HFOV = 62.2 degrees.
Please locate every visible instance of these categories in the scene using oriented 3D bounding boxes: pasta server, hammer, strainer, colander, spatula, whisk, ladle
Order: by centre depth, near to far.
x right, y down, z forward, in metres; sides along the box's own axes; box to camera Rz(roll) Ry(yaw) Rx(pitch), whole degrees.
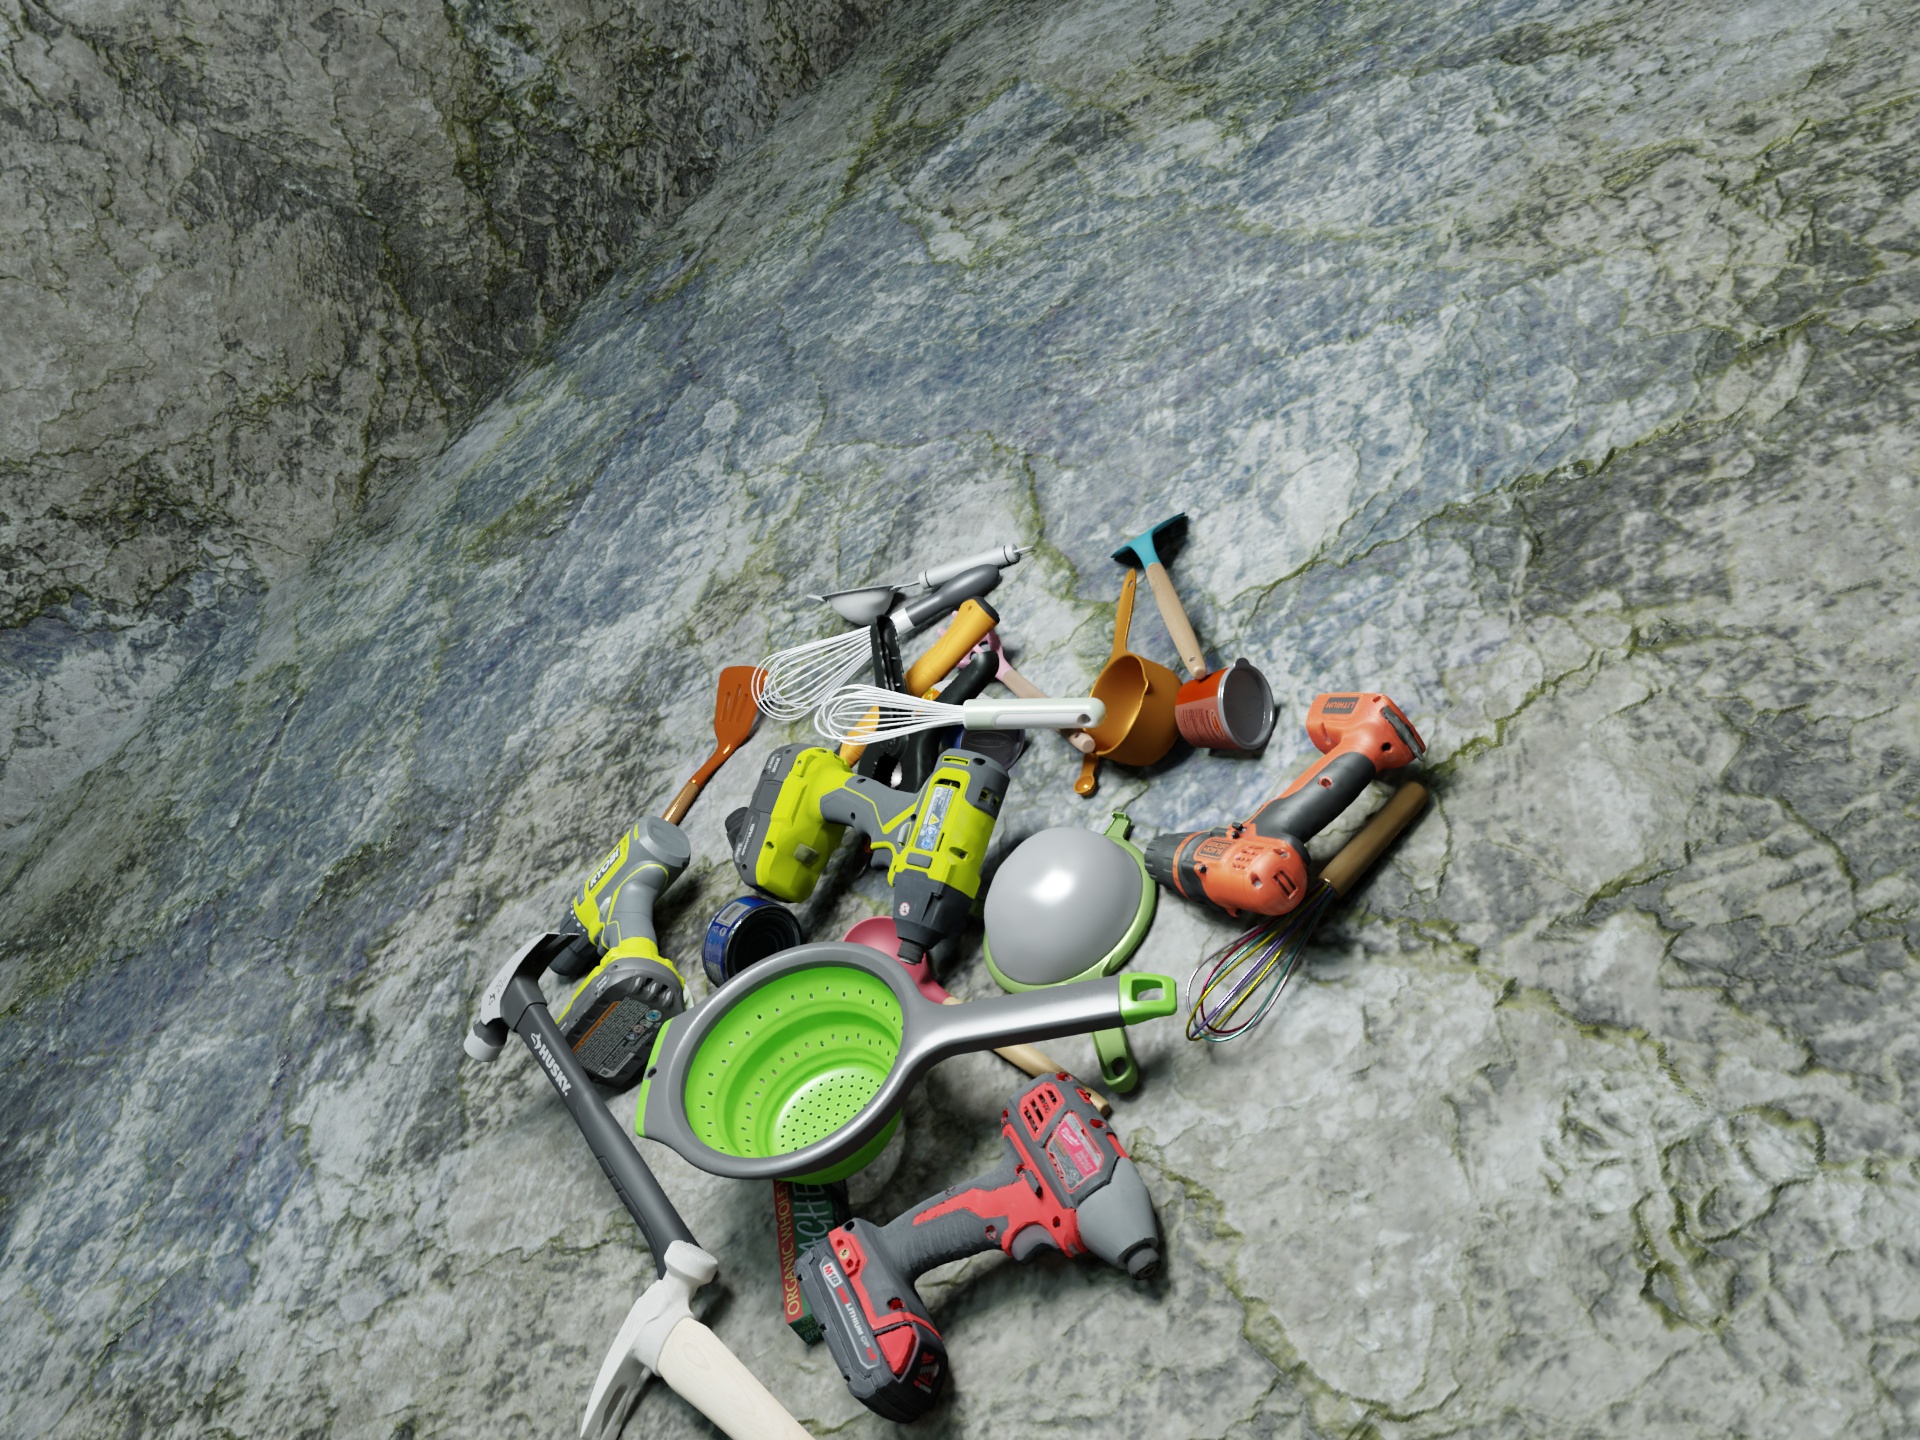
[{"bbox_3d":[-0.100,0.480,0.998,0.411,0.038,0.146,16,74,47],"label":"hammer"},{"bbox_3d":[0.238,0.129,1.086,0.245,0.047,0.051,-44,25,-14],"label":"whisk"},{"bbox_3d":[-0.031,0.250,1.134,0.397,0.094,0.205,-13,38,16],"label":"colander"},{"bbox_3d":[0.077,0.162,1.171,0.151,0.069,0.257,-32,34,10],"label":"strainer"},{"bbox_3d":[0.007,0.225,1.205,0.069,0.031,0.316,-47,37,-15],"label":"ladle"},{"bbox_3d":[-0.291,0.313,1.272,0.335,0.035,0.146,44,109,36],"label":"hammer"},{"bbox_3d":[-0.002,-0.004,1.306,0.246,0.057,0.059,-1,41,14],"label":"whisk"},{"bbox_3d":[0.180,-0.111,1.374,0.082,0.044,0.318,-30,29,13],"label":"spatula"},{"bbox_3d":[0.048,-0.035,1.415,0.060,0.040,0.316,-49,27,2],"label":"pasta server"},{"bbox_3d":[-0.087,0.017,1.475,0.337,0.034,0.127,-46,34,6],"label":"hammer"},{"bbox_3d":[-0.087,-0.087,1.616,0.284,0.070,0.070,-29,36,7],"label":"whisk"},{"bbox_3d":[-0.292,0.080,1.627,0.081,0.041,0.323,5,55,44],"label":"spatula"},{"bbox_3d":[-0.043,-0.142,1.649,0.258,0.050,0.087,-15,-3,22],"label":"strainer"}]

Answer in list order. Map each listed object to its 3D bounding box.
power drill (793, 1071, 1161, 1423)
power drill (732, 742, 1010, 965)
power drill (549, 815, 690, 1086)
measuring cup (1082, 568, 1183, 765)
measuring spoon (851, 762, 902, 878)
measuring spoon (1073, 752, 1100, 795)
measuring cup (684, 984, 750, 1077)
[{"bbox_3d":[0.018,0.340,1.015,0.219,0.078,0.143,-35,50,-3],"label":"power drill"},{"bbox_3d":[-0.077,0.102,1.310,0.223,0.080,0.171,7,71,40],"label":"power drill"},{"bbox_3d":[-0.320,0.218,1.449,0.190,0.080,0.229,-47,29,20],"label":"power drill"},{"bbox_3d":[0.151,-0.044,1.313,0.095,0.052,0.174,-34,41,54],"label":"measuring cup"},{"bbox_3d":[-0.071,0.091,1.441,0.034,0.018,0.124,-4,55,40],"label":"measuring spoon"},{"bbox_3d":[0.118,0.021,1.349,0.021,0.011,0.117,-14,38,34],"label":"measuring spoon"},{"bbox_3d":[-0.220,0.263,1.368,0.083,0.038,0.168,-55,19,-4],"label":"measuring cup"}]
